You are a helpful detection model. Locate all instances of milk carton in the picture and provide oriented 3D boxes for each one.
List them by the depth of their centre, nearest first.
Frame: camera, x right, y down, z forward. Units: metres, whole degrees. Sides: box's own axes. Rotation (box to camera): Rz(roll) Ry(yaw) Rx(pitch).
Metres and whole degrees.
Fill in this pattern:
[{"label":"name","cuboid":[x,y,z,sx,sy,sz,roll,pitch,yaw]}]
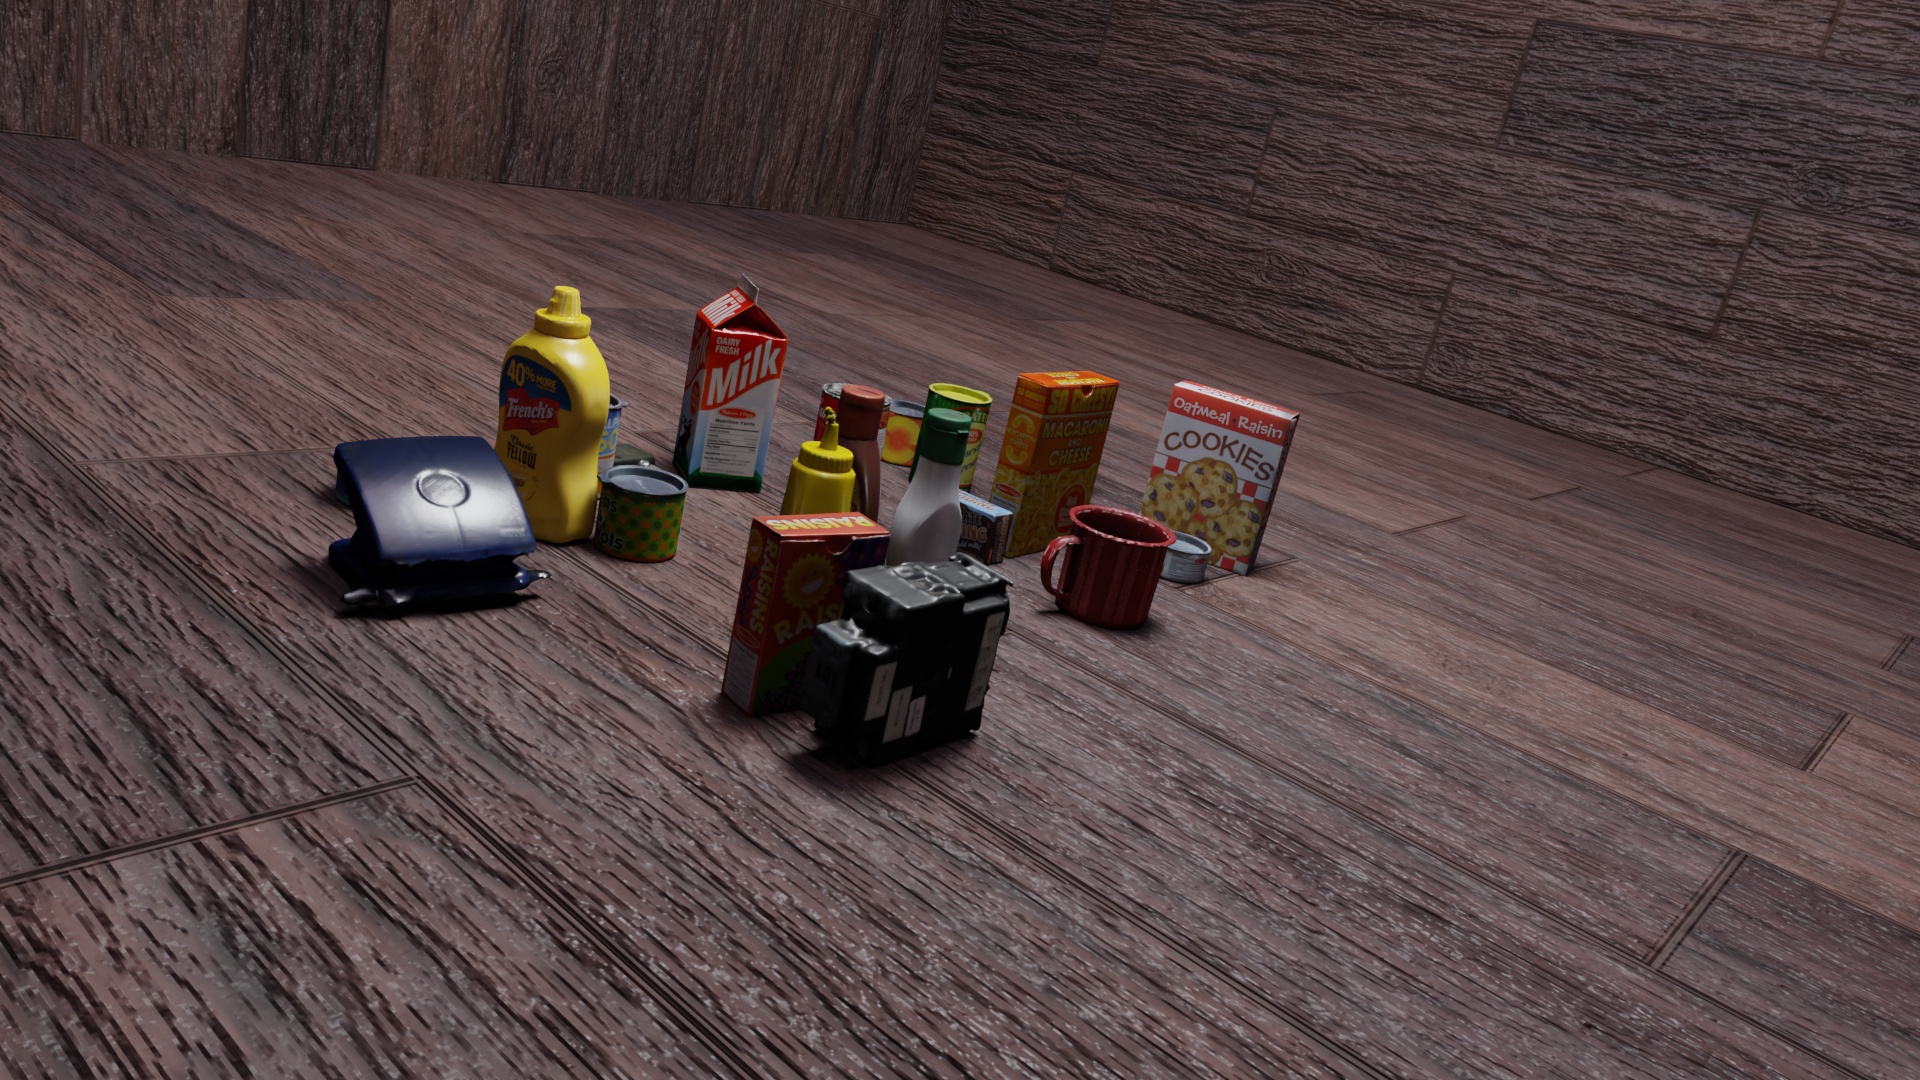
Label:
[{"label":"milk carton","cuboid":[-0.211,-0.147,1.284,0.073,0.189,0.072,5,19,-25]}]

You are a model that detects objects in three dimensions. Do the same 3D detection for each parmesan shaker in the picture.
[{"label":"parmesan shaker","cuboid":[-0.009,-0.104,1.435,0.071,0.102,0.071,12,18,-4]}]

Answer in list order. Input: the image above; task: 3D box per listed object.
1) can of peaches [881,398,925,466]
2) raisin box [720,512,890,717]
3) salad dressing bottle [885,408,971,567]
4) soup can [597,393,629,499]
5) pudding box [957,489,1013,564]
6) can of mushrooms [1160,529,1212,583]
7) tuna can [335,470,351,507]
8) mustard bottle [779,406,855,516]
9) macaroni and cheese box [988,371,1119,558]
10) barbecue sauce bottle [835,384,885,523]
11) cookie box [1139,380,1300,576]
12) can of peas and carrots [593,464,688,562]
[{"label":"can of peaches","cuboid":[-0.065,-0.118,1.512,0.071,0.058,0.071,12,18,-4]},{"label":"raisin box","cuboid":[-0.099,0.046,0.890,0.086,0.123,0.040,-3,23,-40]},{"label":"salad dressing bottle","cuboid":[-0.023,-0.034,1.145,0.064,0.147,0.044,-5,25,-45]},{"label":"soup can","cuboid":[-0.325,-0.083,1.186,0.071,0.083,0.071,12,18,-4]},{"label":"pudding box","cuboid":[0.005,-0.016,1.267,0.084,0.049,0.030,25,21,34]},{"label":"can of mushrooms","cuboid":[0.206,0.014,1.343,0.071,0.033,0.071,12,18,-4]},{"label":"tuna can","cuboid":[-0.448,-0.048,1.076,0.071,0.032,0.071,12,18,-4]},{"label":"mustard bottle","cuboid":[-0.106,-0.020,1.024,0.049,0.159,0.065,7,19,-19]},{"label":"macaroni and cheese box","cuboid":[0.086,-0.073,1.308,0.040,0.165,0.124,25,21,33]},{"label":"barbecue sauce bottle","cuboid":[-0.094,-0.054,1.152,0.065,0.148,0.044,18,18,14]},{"label":"cookie box","cuboid":[0.256,-0.064,1.396,0.123,0.166,0.040,20,19,20]},{"label":"can of peas and carrots","cuboid":[-0.253,-0.021,1.089,0.071,0.058,0.071,12,18,-4]}]
